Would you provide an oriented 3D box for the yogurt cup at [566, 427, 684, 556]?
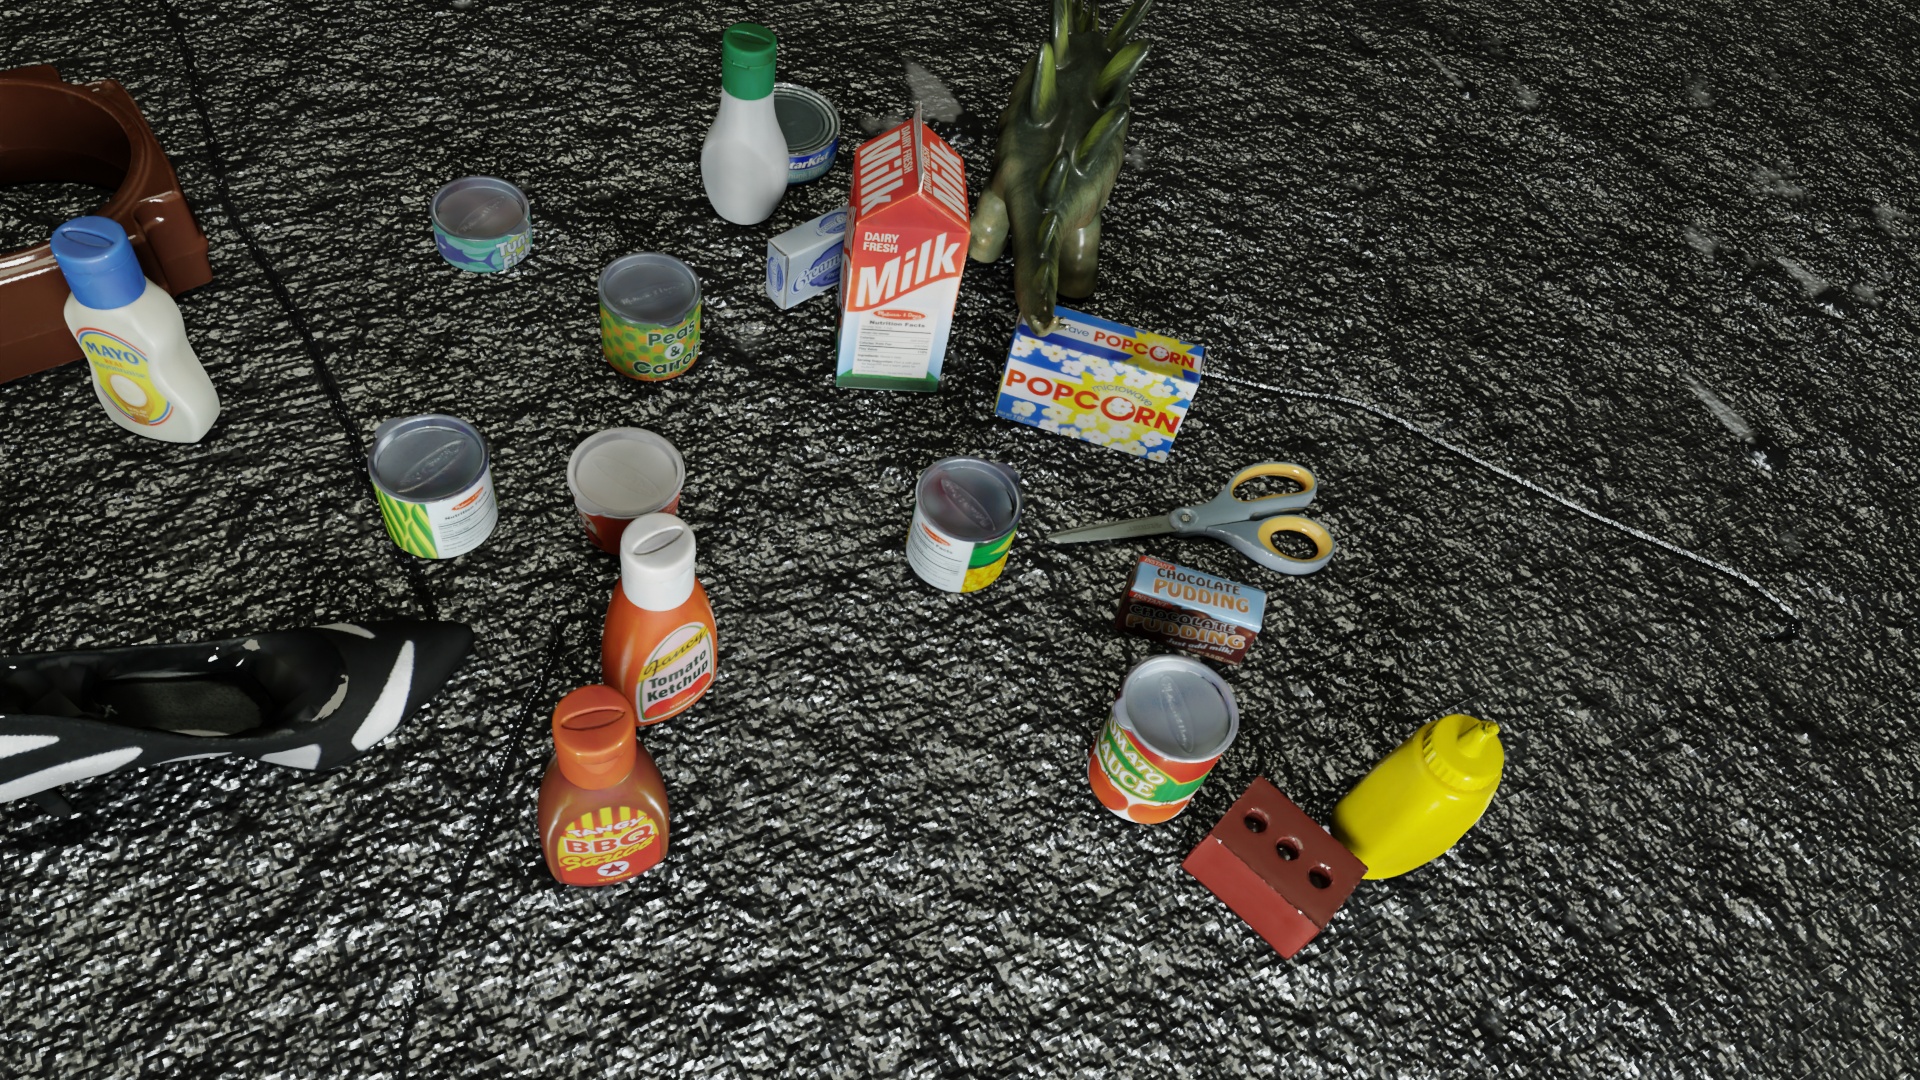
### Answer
[{"bbox_3d":[-0.202,-0.027,0.842,0.072,0.053,0.073,5,54,-7],"label":"yogurt cup"}]

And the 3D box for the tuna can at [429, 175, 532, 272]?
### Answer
[{"bbox_3d":[-0.332,-0.220,0.970,0.071,0.032,0.071,5,54,-7],"label":"tuna can"}]

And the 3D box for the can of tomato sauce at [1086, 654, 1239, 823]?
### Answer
[{"bbox_3d":[0.110,0.114,0.783,0.071,0.082,0.071,5,54,-7],"label":"can of tomato sauce"}]

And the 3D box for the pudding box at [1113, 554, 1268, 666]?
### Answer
[{"bbox_3d":[0.143,0.043,0.862,0.084,0.049,0.030,17,53,2],"label":"pudding box"}]

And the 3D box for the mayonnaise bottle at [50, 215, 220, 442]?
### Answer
[{"bbox_3d":[-0.476,-0.118,0.795,0.065,0.147,0.041,15,53,0],"label":"mayonnaise bottle"}]

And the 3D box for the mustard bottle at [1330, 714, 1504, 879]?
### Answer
[{"bbox_3d":[0.254,0.133,0.750,0.065,0.159,0.049,-9,57,-17],"label":"mustard bottle"}]

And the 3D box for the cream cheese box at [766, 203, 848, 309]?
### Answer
[{"bbox_3d":[-0.092,-0.209,0.997,0.104,0.053,0.024,-33,66,-29],"label":"cream cheese box"}]

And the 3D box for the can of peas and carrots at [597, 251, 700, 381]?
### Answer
[{"bbox_3d":[-0.205,-0.147,0.926,0.071,0.058,0.071,5,54,-7],"label":"can of peas and carrots"}]

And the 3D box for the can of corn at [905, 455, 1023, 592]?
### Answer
[{"bbox_3d":[0.003,-0.011,0.868,0.071,0.058,0.071,5,54,-7],"label":"can of corn"}]

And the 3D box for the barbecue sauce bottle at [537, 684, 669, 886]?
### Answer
[{"bbox_3d":[-0.176,0.121,0.680,0.065,0.147,0.044,-9,57,-17],"label":"barbecue sauce bottle"}]

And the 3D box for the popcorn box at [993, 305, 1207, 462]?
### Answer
[{"bbox_3d":[0.092,-0.108,0.940,0.127,0.084,0.038,16,53,0],"label":"popcorn box"}]

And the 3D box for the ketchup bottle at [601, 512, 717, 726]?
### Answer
[{"bbox_3d":[-0.161,0.042,0.741,0.065,0.148,0.043,-31,65,-28],"label":"ketchup bottle"}]

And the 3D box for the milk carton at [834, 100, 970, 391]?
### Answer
[{"bbox_3d":[-0.038,-0.187,0.906,0.073,0.189,0.073,2,54,-9],"label":"milk carton"}]

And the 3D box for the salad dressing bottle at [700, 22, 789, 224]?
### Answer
[{"bbox_3d":[-0.152,-0.294,0.988,0.064,0.146,0.044,17,53,1],"label":"salad dressing bottle"}]

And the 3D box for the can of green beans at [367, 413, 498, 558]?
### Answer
[{"bbox_3d":[-0.310,-0.032,0.821,0.071,0.057,0.071,5,54,-7],"label":"can of green beans"}]
